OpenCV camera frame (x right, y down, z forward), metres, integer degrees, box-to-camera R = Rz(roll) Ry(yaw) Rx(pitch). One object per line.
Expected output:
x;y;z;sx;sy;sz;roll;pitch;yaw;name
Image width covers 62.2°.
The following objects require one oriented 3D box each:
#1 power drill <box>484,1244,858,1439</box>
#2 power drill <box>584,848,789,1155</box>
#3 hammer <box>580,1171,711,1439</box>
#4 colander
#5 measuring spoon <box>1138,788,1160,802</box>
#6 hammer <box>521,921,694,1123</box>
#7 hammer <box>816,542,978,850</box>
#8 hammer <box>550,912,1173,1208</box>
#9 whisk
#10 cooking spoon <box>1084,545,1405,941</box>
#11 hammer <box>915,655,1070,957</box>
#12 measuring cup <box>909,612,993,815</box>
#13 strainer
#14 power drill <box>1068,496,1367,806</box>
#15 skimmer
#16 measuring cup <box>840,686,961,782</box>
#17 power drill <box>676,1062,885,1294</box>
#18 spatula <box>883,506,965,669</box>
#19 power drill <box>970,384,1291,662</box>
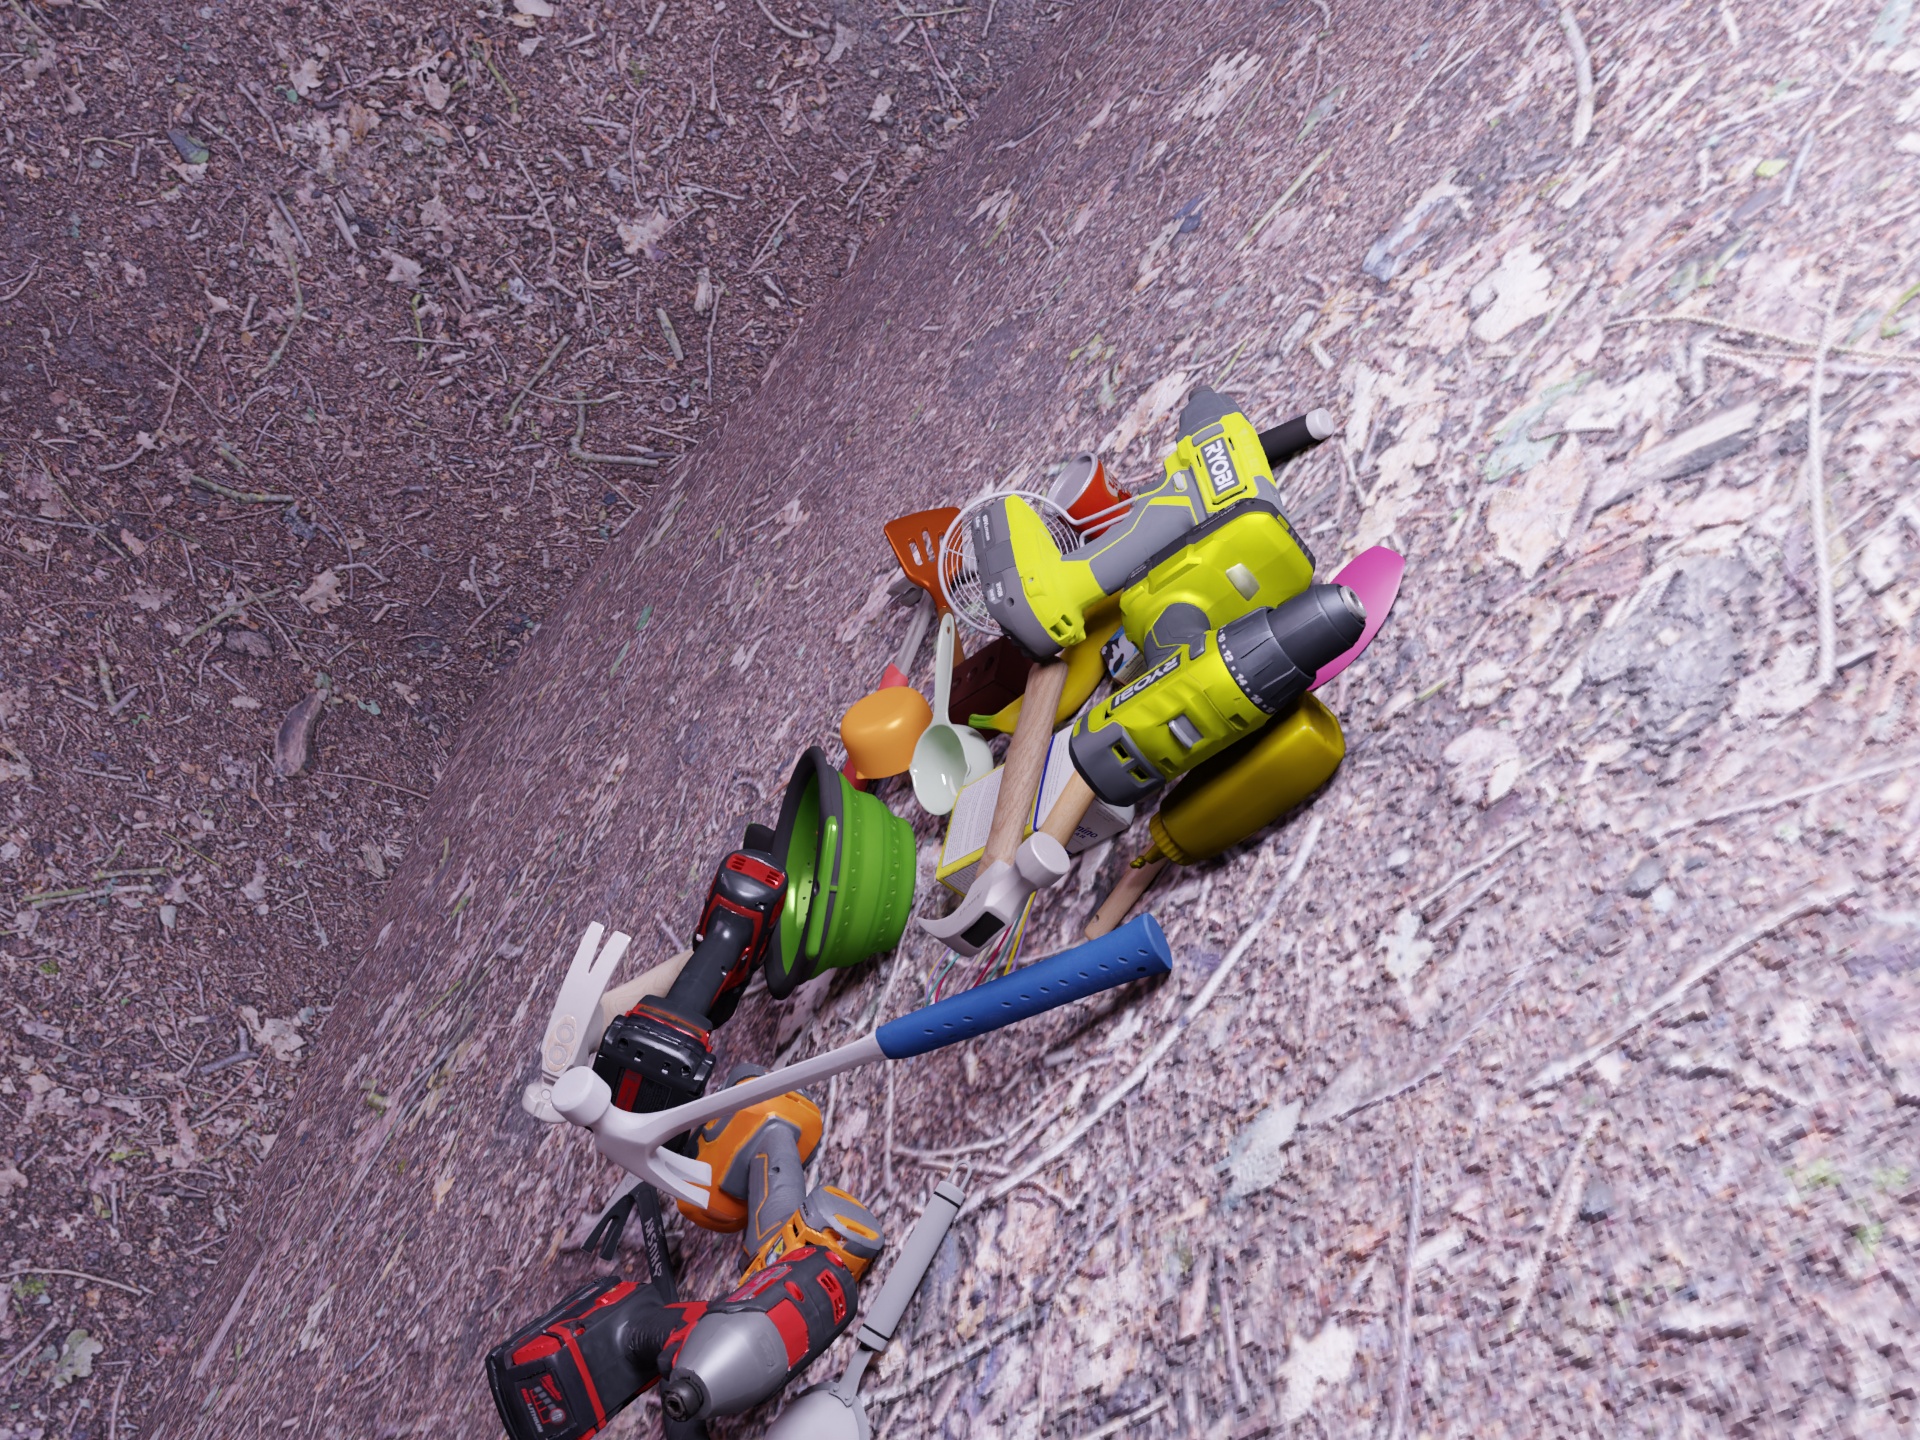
-0.180;0.387;0.968;0.219;0.078;0.143;-24;-2;33;power drill
-0.207;0.227;1.223;0.227;0.080;0.187;-66;-1;-53;power drill
-0.230;0.455;1.225;0.149;0.036;0.409;-55;23;5;hammer
-0.116;0.125;1.364;0.397;0.094;0.204;-175;94;-74;colander
0.142;0.011;1.126;0.034;0.018;0.124;99;-172;-46;measuring spoon
-0.243;0.210;1.326;0.410;0.038;0.146;-12;-56;-80;hammer
-0.078;-0.017;1.572;0.149;0.036;0.359;-25;36;51;hammer
-0.055;0.214;1.022;0.405;0.143;0.035;-23;38;15;hammer
0.040;0.112;1.091;0.245;0.051;0.047;-60;33;12;whisk
0.180;0.018;1.032;0.319;0.017;0.069;-54;29;6;cooking spoon
0.039;0.045;1.097;0.130;0.031;0.331;-46;13;29;hammer
-0.002;-0.004;1.318;0.083;0.038;0.167;-4;82;53;measuring cup
-0.060;0.387;0.980;0.087;0.050;0.258;10;63;48;strainer
0.168;-0.056;1.007;0.190;0.080;0.229;-35;16;26;power drill
0.133;-0.166;1.286;0.363;0.127;0.090;-19;11;45;skimmer
-0.045;0.015;1.412;0.095;0.052;0.174;-34;26;-20;measuring cup
-0.146;0.363;1.129;0.164;0.084;0.227;-54;26;4;power drill
-0.014;-0.094;1.497;0.081;0.041;0.323;-13;40;0;spatula
0.125;-0.151;1.193;0.223;0.080;0.171;-26;47;19;power drill
